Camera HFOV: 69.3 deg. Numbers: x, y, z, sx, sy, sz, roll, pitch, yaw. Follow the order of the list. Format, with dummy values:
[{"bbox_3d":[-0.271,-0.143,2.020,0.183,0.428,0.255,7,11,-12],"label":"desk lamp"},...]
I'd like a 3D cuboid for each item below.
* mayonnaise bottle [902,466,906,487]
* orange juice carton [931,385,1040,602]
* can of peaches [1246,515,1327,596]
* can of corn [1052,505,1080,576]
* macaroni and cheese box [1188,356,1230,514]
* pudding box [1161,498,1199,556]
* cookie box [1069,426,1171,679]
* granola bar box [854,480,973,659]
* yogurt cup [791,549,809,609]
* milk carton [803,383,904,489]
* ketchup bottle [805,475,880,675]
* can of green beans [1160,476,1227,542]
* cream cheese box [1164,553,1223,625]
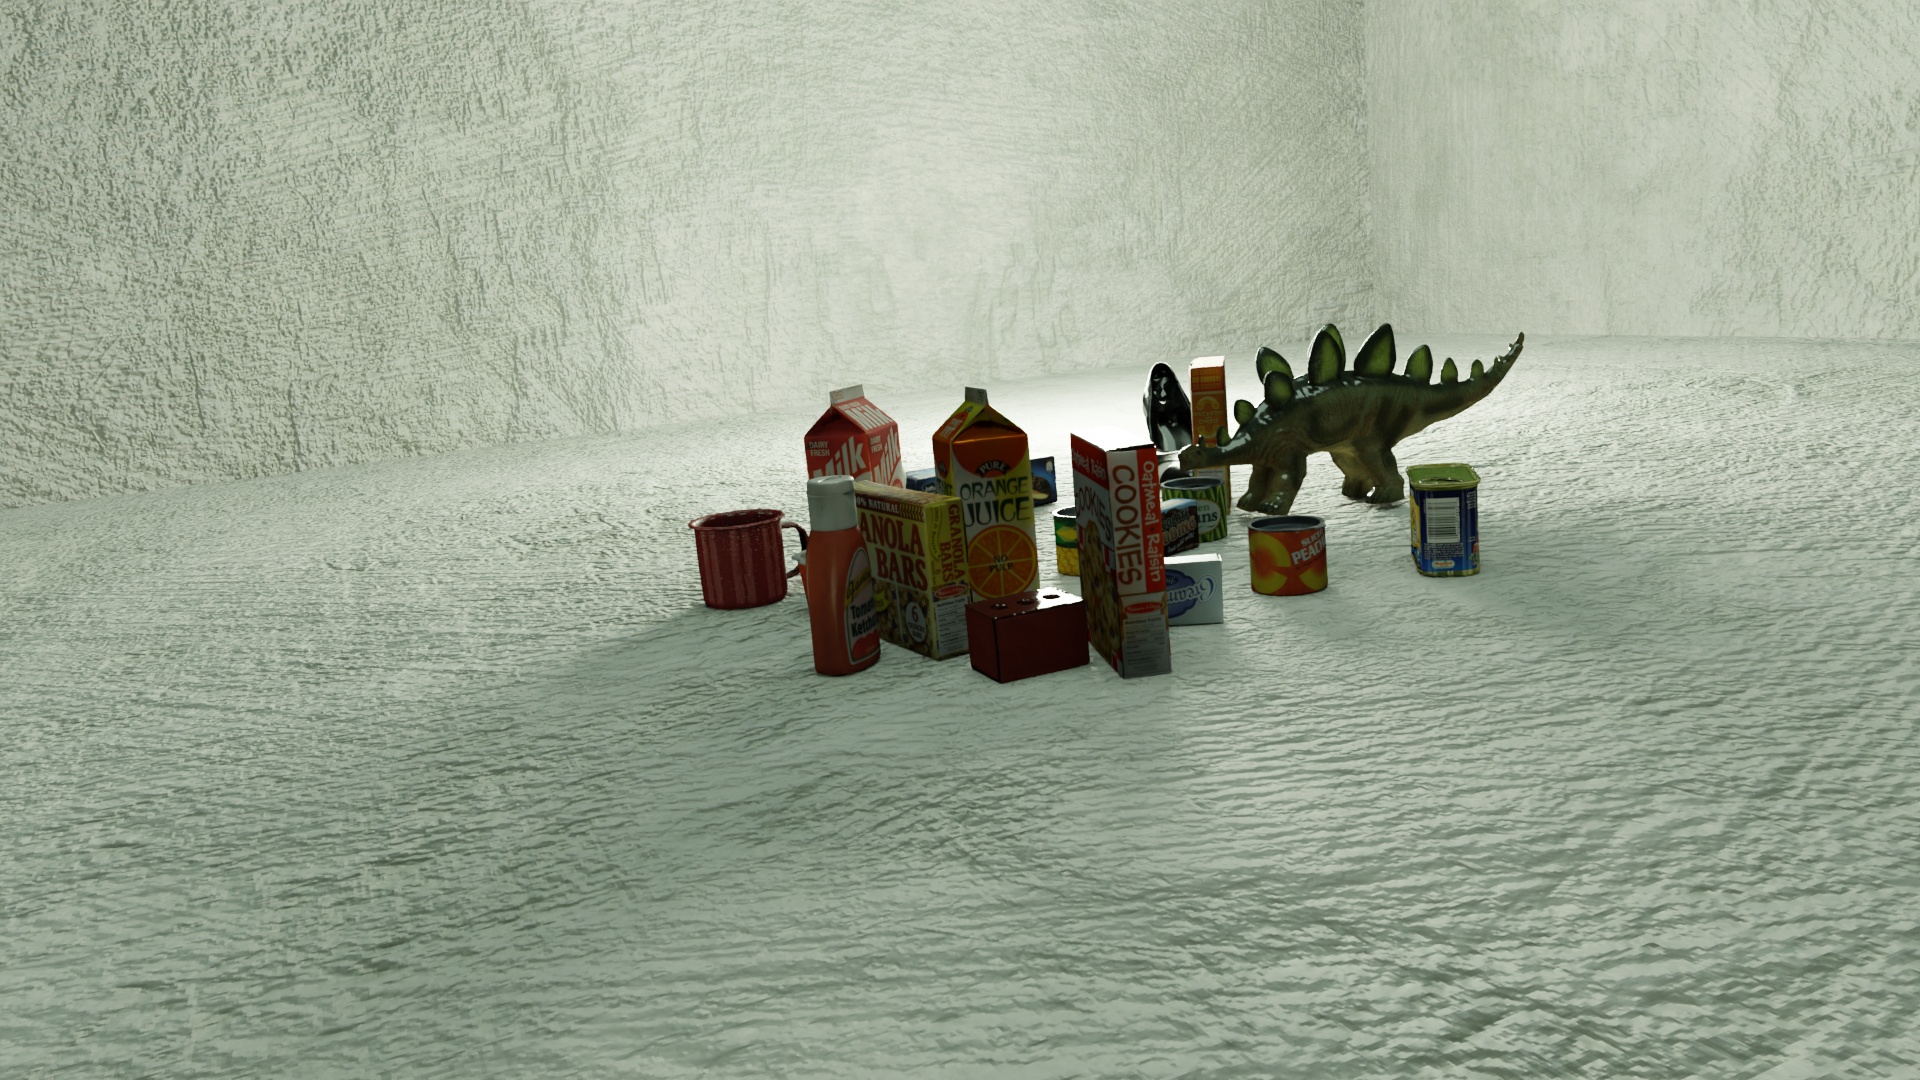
[{"bbox_3d":[-0.084,-0.055,1.467,0.065,0.147,0.041,-5,11,1],"label":"mayonnaise bottle"},{"bbox_3d":[0.021,-0.042,1.241,0.073,0.192,0.072,-8,11,-13],"label":"orange juice carton"},{"bbox_3d":[0.283,0.013,1.196,0.071,0.058,0.071,-5,11,1],"label":"can of peaches"},{"bbox_3d":[0.125,-0.001,1.332,0.071,0.058,0.071,-5,11,1],"label":"can of corn"},{"bbox_3d":[0.286,-0.121,1.586,0.040,0.166,0.124,-3,11,12],"label":"macaroni and cheese box"},{"bbox_3d":[0.198,-0.011,1.371,0.084,0.049,0.030,-14,14,-39],"label":"pudding box"},{"bbox_3d":[0.118,0.004,1.034,0.040,0.167,0.123,-7,11,-7],"label":"cookie box"},{"bbox_3d":[-0.049,0.020,1.140,0.039,0.124,0.165,-11,13,-30],"label":"granola bar box"},{"bbox_3d":[-0.114,0.036,1.268,0.072,0.053,0.072,-5,11,1],"label":"yogurt cup"},{"bbox_3d":[-0.103,-0.058,1.384,0.073,0.190,0.072,-1,12,23],"label":"milk carton"},{"bbox_3d":[-0.094,0.025,1.072,0.043,0.148,0.065,0,12,25],"label":"ketchup bottle"},{"bbox_3d":[0.241,-0.032,1.435,0.071,0.057,0.071,-5,11,1],"label":"can of green beans"},{"bbox_3d":[0.159,0.042,1.118,0.104,0.053,0.024,-4,11,5],"label":"cream cheese box"}]
